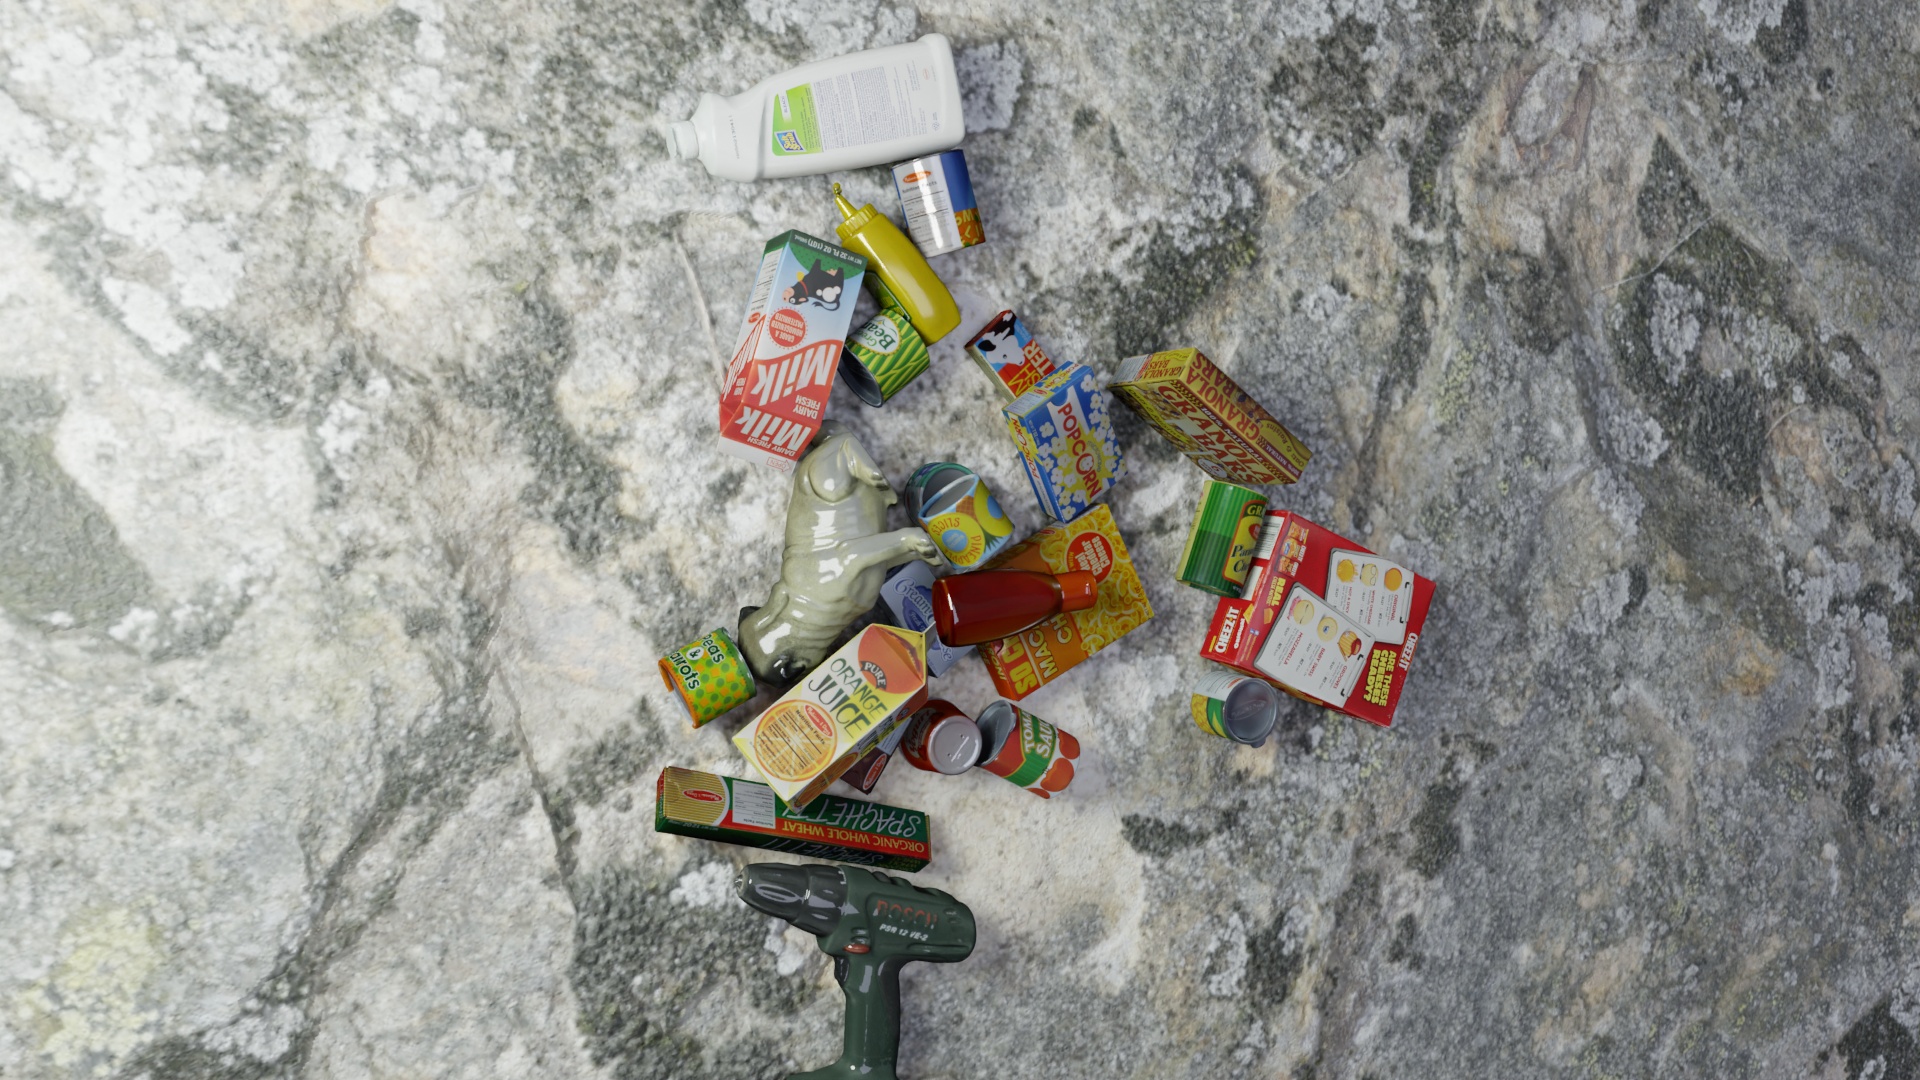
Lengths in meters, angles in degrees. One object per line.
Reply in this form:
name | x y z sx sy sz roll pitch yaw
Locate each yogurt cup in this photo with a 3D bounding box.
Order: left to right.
yogurt cup | -0.016 0.180 1.255 0.072 0.054 0.072 -2 94 -25

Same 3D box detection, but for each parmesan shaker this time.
parmesan shaker | 0.259 0.000 1.371 0.071 0.071 0.103 20 85 -25

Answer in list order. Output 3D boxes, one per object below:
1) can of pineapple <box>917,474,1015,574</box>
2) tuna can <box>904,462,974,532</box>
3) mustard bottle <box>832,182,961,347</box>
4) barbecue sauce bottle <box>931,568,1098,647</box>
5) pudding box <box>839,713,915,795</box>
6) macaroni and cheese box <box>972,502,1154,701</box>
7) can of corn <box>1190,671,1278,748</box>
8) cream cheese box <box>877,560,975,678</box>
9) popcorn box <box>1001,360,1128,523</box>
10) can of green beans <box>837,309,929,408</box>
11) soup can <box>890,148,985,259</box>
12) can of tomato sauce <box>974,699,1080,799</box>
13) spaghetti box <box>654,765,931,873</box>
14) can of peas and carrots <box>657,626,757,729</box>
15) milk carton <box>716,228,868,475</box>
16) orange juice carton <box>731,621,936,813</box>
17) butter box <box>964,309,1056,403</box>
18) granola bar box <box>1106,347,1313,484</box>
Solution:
can of pineapple | 0.004 -0.015 1.209 0.071 0.071 0.057 -42 108 -17
tuna can | -0.012 -0.039 1.257 0.071 0.033 0.071 -2 94 -25
mustard bottle | -0.065 -0.241 1.208 0.049 0.065 0.160 -42 103 -18
barbecue sauce bottle | 0.050 0.054 1.241 0.149 0.043 0.065 -8 88 -23
pudding box | -0.084 0.177 1.236 0.049 0.030 0.084 35 78 -24
macaroni and cheese box | 0.088 0.056 1.305 0.167 0.040 0.123 -30 104 -21
can of corn | 0.274 0.169 1.389 0.071 0.058 0.071 -1 93 -25
cream cheese box | -0.033 0.068 1.258 0.053 0.024 0.103 -40 108 -20
popcorn box | 0.098 -0.091 1.284 0.085 0.038 0.126 -37 127 -18
can of green beans | -0.069 -0.158 1.206 0.058 0.071 0.071 -41 109 -18
soup can | -0.018 -0.296 1.225 0.071 0.071 0.083 -20 102 -23
can of tomato sauce | 0.060 0.193 1.283 0.083 0.071 0.071 30 80 -24
spaghetti box | -0.140 0.243 1.200 0.250 0.028 0.050 16 45 -25
can of peas and carrots | -0.211 0.113 1.151 0.059 0.071 0.071 -29 104 -21
milk carton | -0.146 -0.156 1.166 0.072 0.073 0.190 18 85 -25
orange juice carton | -0.093 0.139 1.181 0.193 0.071 0.073 -40 75 -13
butter box | 0.055 -0.158 1.288 0.053 0.024 0.103 -45 109 -16
granola bar box | 0.235 -0.114 1.320 0.165 0.124 0.039 37 77 -22
